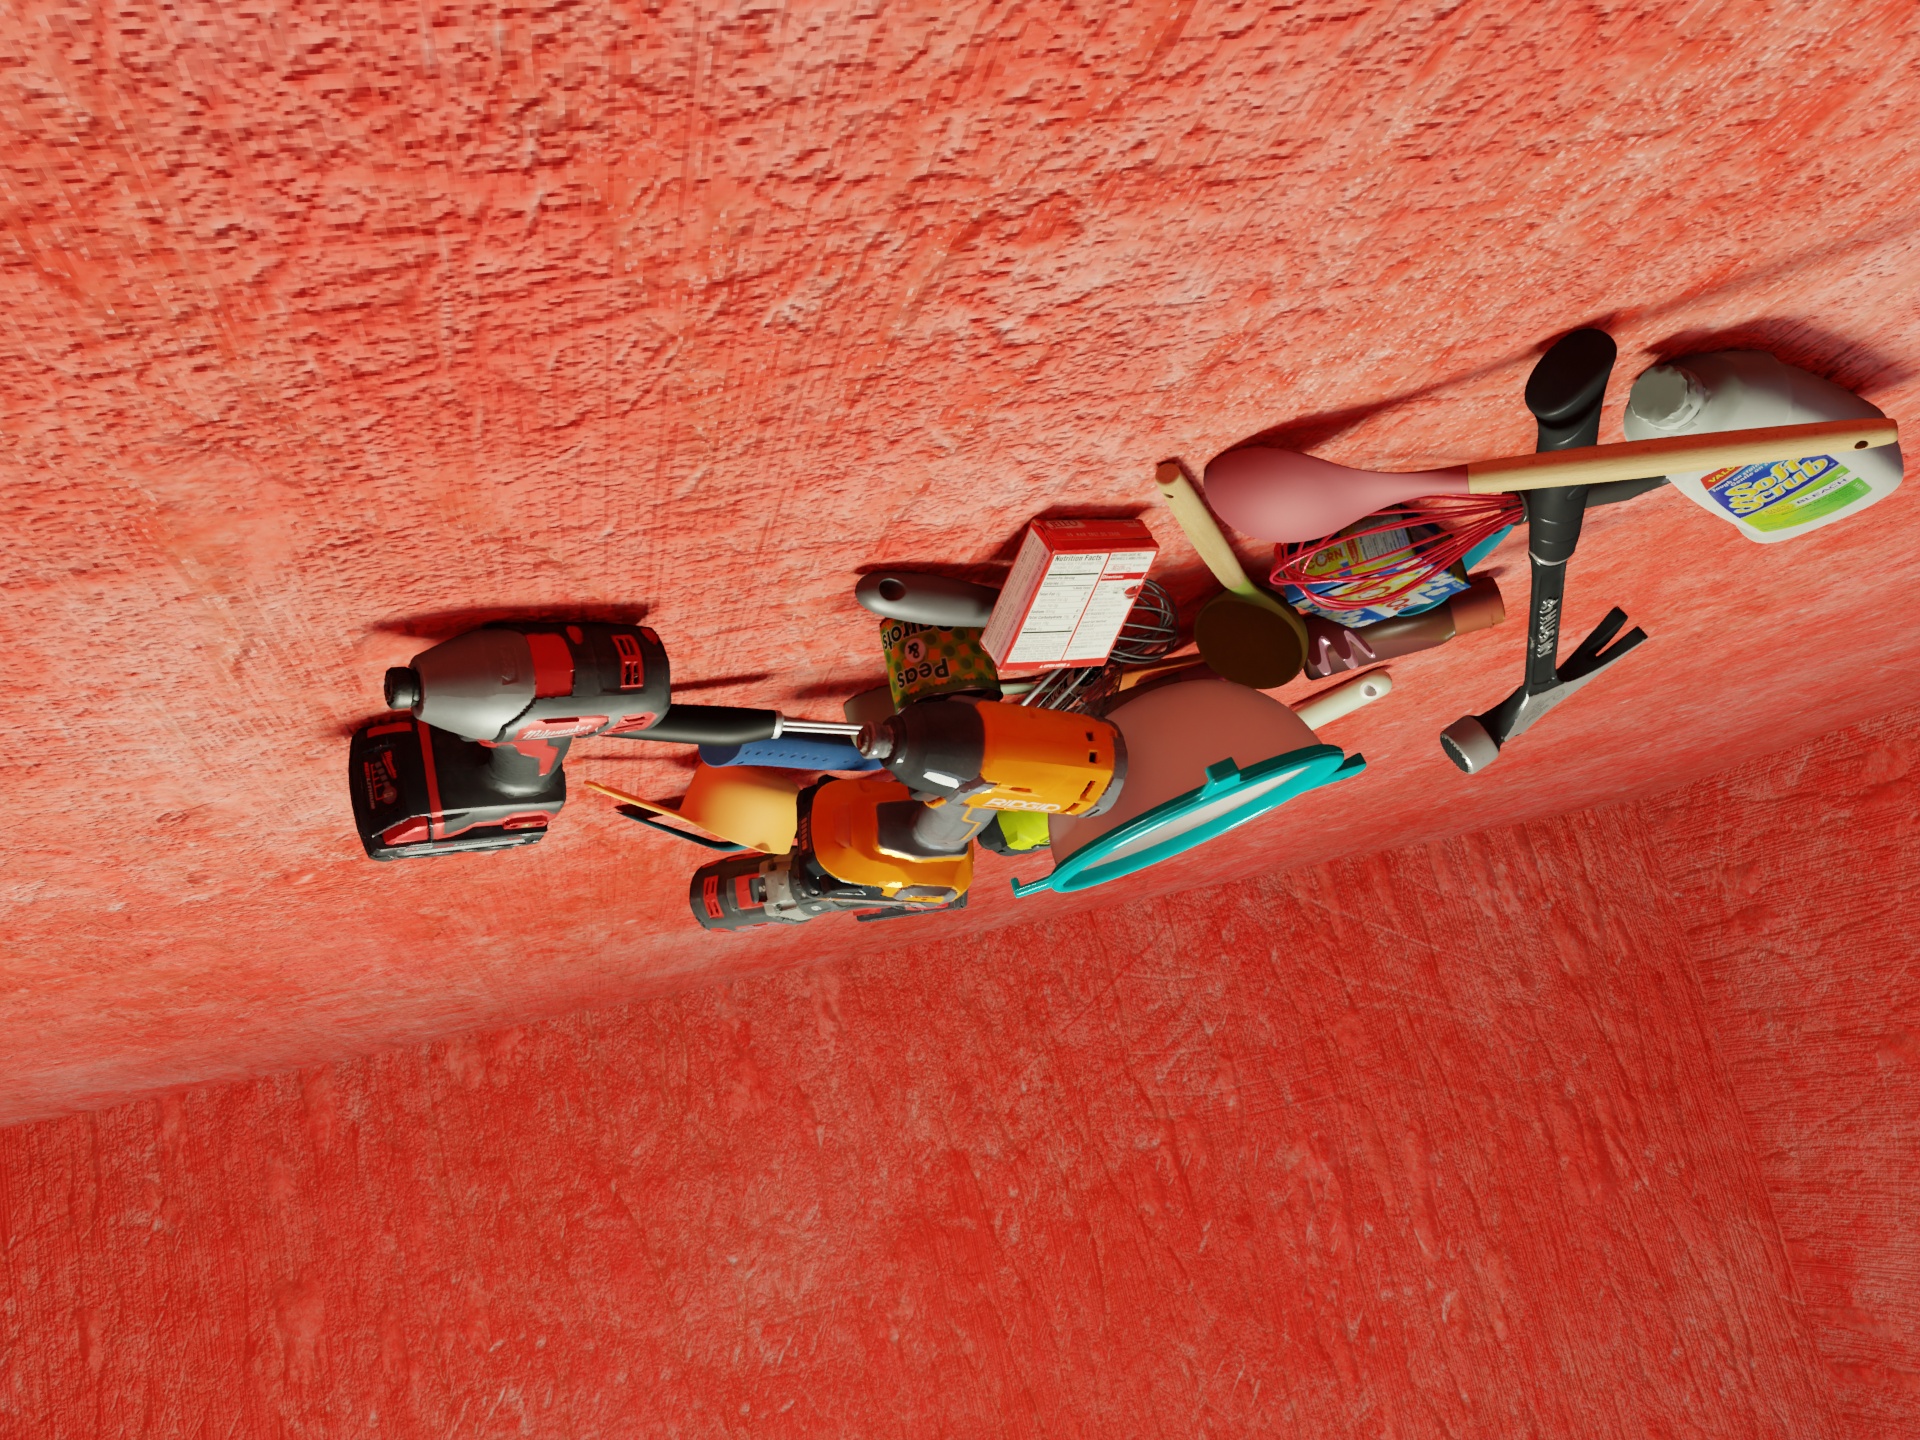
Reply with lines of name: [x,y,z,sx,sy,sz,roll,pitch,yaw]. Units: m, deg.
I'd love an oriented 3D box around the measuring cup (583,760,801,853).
measuring cup: [-0.191,0.048,1.161,0.173,0.052,0.095,22,-179,-39]

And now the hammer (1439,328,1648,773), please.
hammer: [0.346,-0.091,0.919,0.149,0.036,0.408,-35,152,0]

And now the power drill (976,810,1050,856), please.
power drill: [0.131,0.058,1.262,0.223,0.080,0.171,-6,163,-34]

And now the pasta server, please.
pasta server: [0.136,-0.012,1.139,0.316,0.040,0.060,-20,169,17]

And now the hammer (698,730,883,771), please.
hammer: [-0.053,0.028,1.254,0.144,0.035,0.405,-19,166,29]

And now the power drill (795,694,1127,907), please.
power drill: [-0.023,0.049,0.993,0.164,0.084,0.226,8,155,-28]

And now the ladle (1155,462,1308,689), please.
ladle: [0.153,-0.081,0.943,0.078,0.062,0.320,17,175,22]

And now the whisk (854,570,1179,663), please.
whisk: [0.039,-0.066,0.926,0.238,0.055,0.055,3,160,-38]

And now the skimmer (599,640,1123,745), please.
skimmer: [-0.063,-0.020,1.047,0.363,0.090,0.127,3,152,-18]

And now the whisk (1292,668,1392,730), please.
whisk: [0.317,0.005,1.517,0.246,0.058,0.059,-33,-169,50]

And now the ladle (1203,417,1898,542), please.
ladle: [0.273,-0.120,0.769,0.315,0.031,0.069,-4,146,20]

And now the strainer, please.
strainer: [0.181,0.023,1.105,0.340,0.095,0.211,-11,162,-49]

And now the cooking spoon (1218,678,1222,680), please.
cooking spoon: [0.217,-0.005,1.357,0.068,0.017,0.318,-37,167,14]

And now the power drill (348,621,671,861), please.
power drill: [-0.263,0.008,0.880,0.143,0.079,0.219,-4,162,-34]

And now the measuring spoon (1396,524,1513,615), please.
measuring spoon: [0.339,-0.111,1.096,0.042,0.021,0.128,-8,157,-23]

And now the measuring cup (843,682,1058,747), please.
measuring cup: [-0.002,-0.004,1.156,0.167,0.038,0.083,-5,166,-22]

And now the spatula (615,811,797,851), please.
spatula: [-0.121,0.076,1.313,0.317,0.044,0.082,-9,169,5]

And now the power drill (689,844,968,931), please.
power drill: [-0.082,0.126,1.287,0.188,0.080,0.226,-12,173,33]

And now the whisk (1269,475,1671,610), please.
whisk: [0.306,-0.121,0.926,0.296,0.073,0.073,-16,169,-19]

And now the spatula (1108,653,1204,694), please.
spatula: [0.113,0.013,1.269,0.081,0.041,0.322,-8,154,-21]
